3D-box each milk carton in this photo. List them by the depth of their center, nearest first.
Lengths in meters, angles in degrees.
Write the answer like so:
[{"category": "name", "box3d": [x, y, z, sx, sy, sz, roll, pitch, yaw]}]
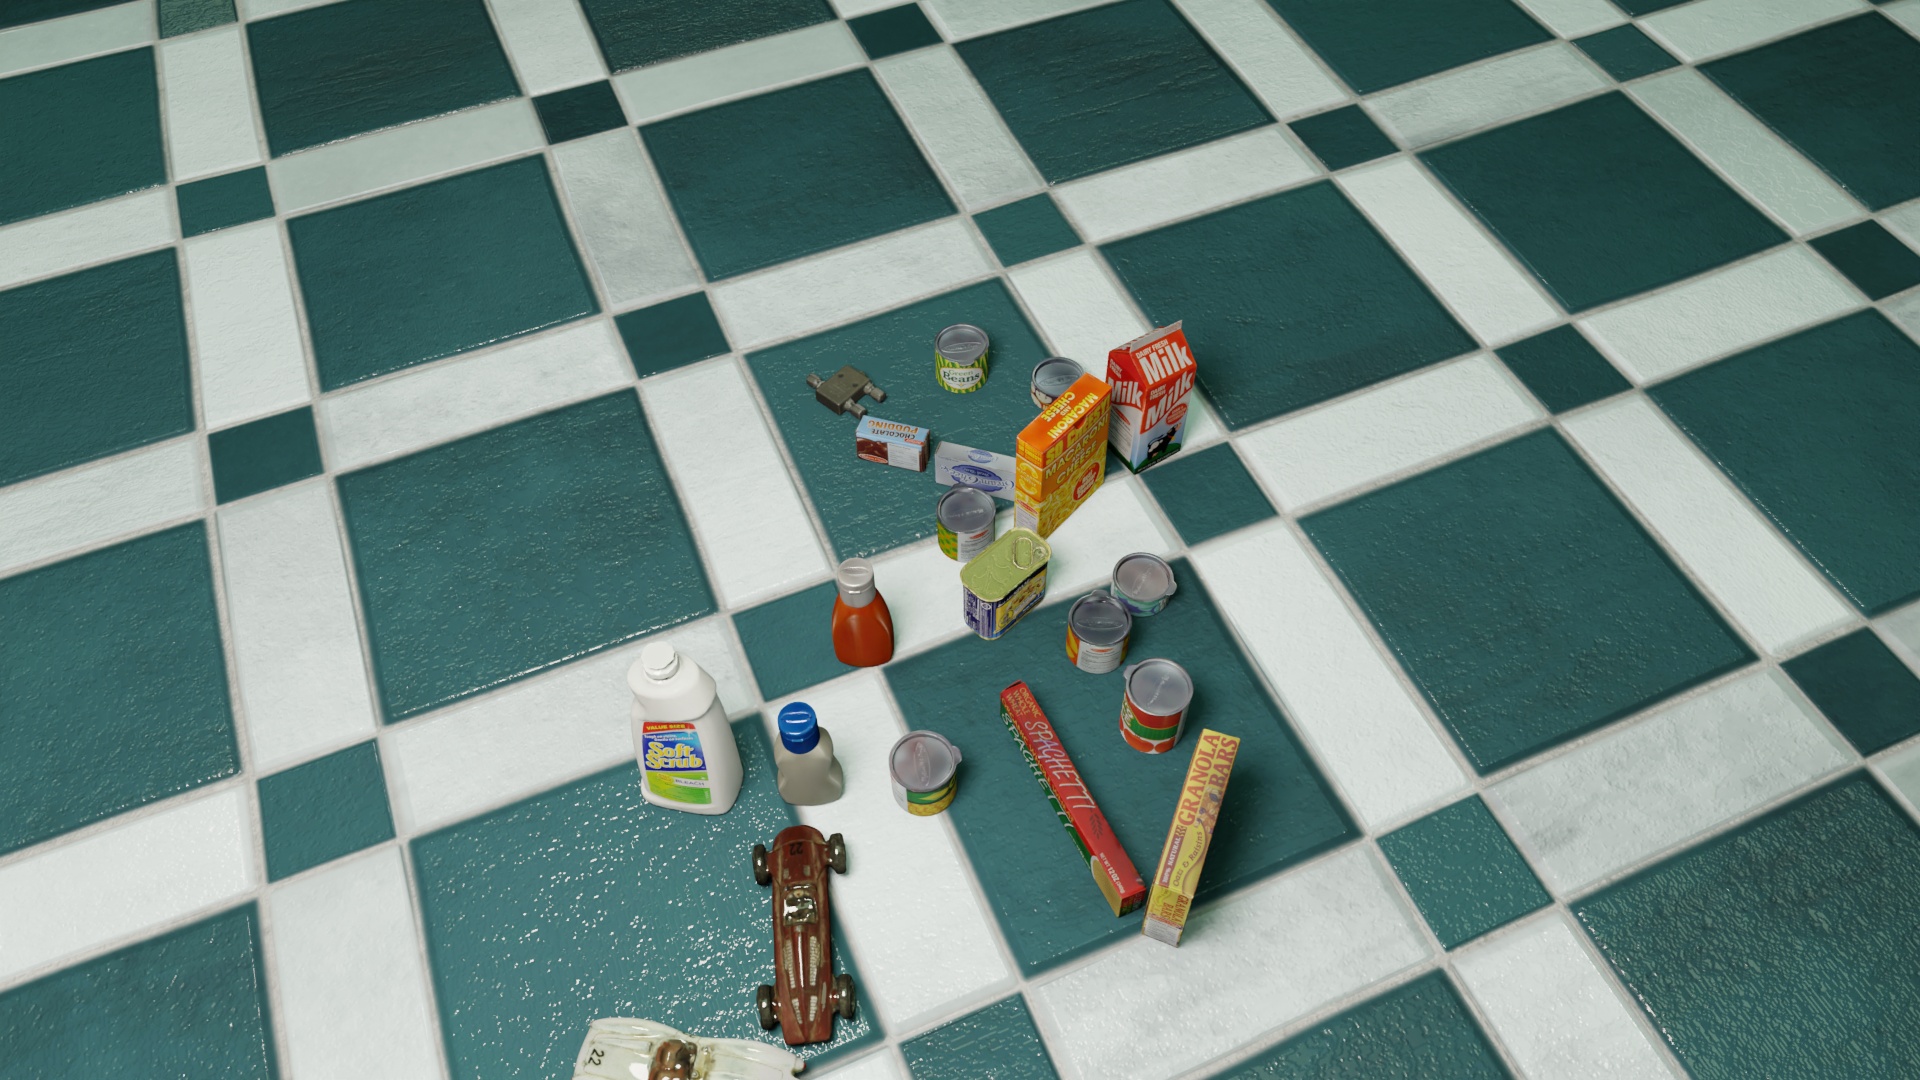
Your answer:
[{"category": "milk carton", "box3d": [0.213, -0.171, 1.582, 0.072, 0.189, 0.073, -28, 58, -18]}]

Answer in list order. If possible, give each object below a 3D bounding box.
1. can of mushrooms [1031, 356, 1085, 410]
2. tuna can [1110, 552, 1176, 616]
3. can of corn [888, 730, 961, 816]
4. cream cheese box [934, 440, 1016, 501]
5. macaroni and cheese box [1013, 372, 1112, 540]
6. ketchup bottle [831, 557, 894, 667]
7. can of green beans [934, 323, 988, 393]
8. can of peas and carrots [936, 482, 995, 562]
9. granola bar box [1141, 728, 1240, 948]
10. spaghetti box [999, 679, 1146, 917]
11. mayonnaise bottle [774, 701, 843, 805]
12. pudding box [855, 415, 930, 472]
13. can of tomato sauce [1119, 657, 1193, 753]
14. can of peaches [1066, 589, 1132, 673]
[{"category": "can of mushrooms", "box3d": [0.120, -0.188, 1.693, 0.071, 0.033, 0.071, 0, 53, 0]}, {"category": "tuna can", "box3d": [0.200, 0.049, 1.516, 0.071, 0.032, 0.071, 0, 53, 0]}, {"category": "can of corn", "box3d": [-0.034, 0.230, 1.368, 0.071, 0.058, 0.071, 0, 53, 0]}, {"category": "cream cheese box", "box3d": [0.023, -0.079, 1.600, 0.104, 0.053, 0.024, 14, 55, 10]}, {"category": "macaroni and cheese box", "box3d": [0.113, -0.088, 1.536, 0.040, 0.165, 0.124, 34, 61, 23]}, {"category": "ketchup bottle", "box3d": [-0.103, 0.075, 1.428, 0.065, 0.148, 0.044, 0, 54, 0]}, {"category": "can of green beans", "box3d": [0.002, -0.223, 1.705, 0.071, 0.057, 0.071, 0, 53, 0]}, {"category": "can of peas and carrots", "box3d": [0.006, -0.019, 1.553, 0.071, 0.058, 0.071, 0, 53, 0]}, {"category": "granola bar box", "box3d": [0.213, 0.276, 1.291, 0.039, 0.123, 0.166, 17, 55, 13]}, {"category": "spaghetti box", "box3d": [0.105, 0.248, 1.358, 0.029, 0.050, 0.251, -22, 56, -15]}, {"category": "mayonnaise bottle", "box3d": [-0.149, 0.206, 1.331, 0.065, 0.147, 0.041, -3, 54, -2]}, {"category": "pudding box", "box3d": [-0.079, -0.113, 1.629, 0.084, 0.049, 0.030, 13, 55, 10]}, {"category": "can of tomato sauce", "box3d": [0.194, 0.167, 1.397, 0.071, 0.082, 0.071, 0, 53, 0]}, {"category": "can of peaches", "box3d": [0.146, 0.097, 1.465, 0.071, 0.057, 0.071, 0, 53, 0]}]
